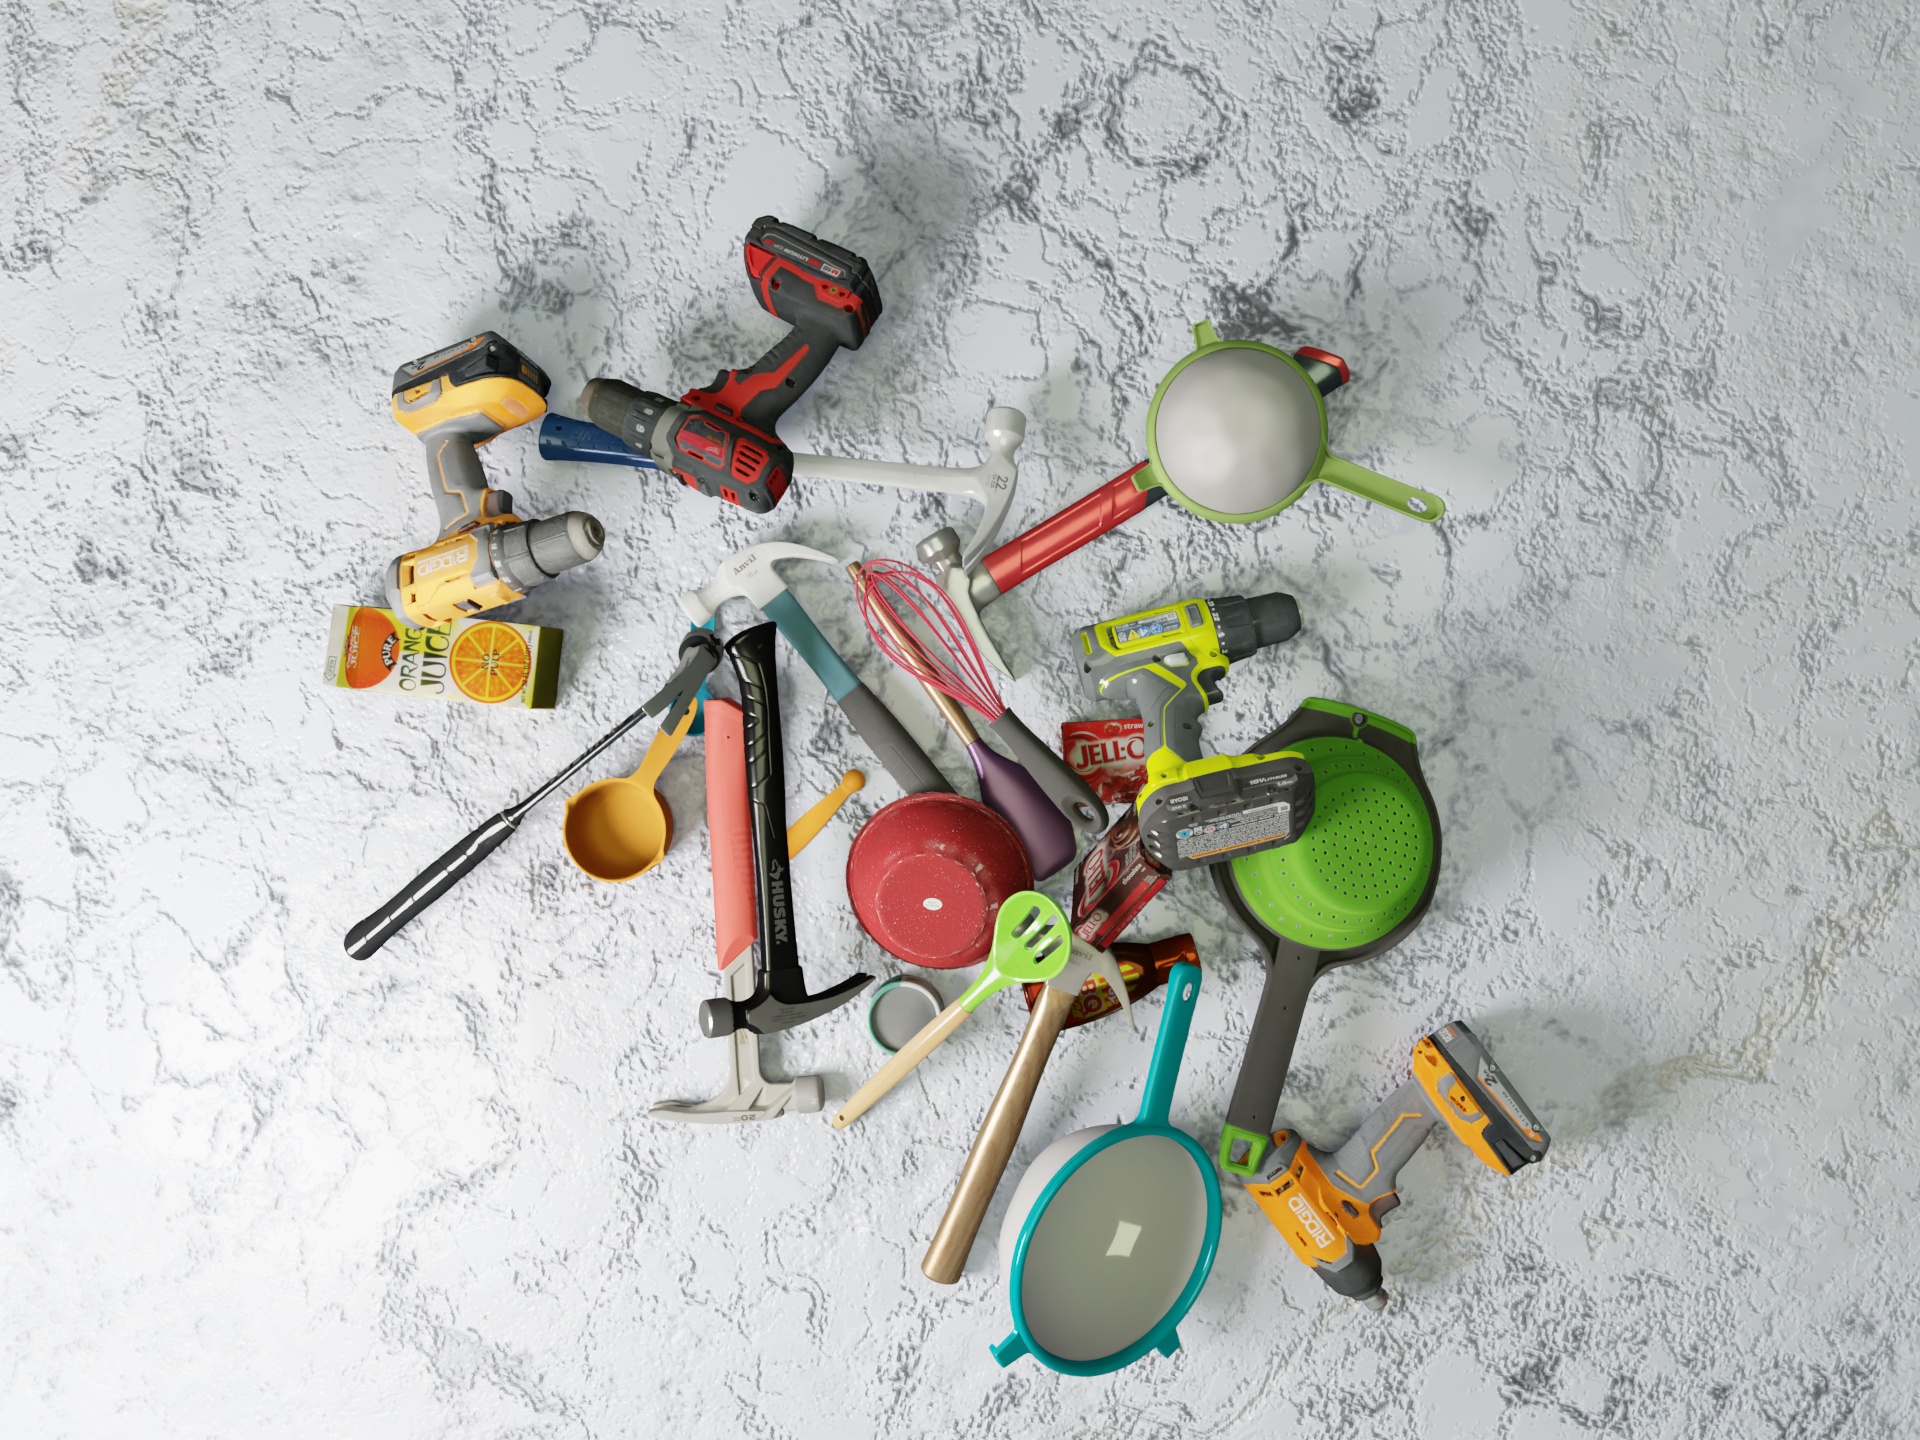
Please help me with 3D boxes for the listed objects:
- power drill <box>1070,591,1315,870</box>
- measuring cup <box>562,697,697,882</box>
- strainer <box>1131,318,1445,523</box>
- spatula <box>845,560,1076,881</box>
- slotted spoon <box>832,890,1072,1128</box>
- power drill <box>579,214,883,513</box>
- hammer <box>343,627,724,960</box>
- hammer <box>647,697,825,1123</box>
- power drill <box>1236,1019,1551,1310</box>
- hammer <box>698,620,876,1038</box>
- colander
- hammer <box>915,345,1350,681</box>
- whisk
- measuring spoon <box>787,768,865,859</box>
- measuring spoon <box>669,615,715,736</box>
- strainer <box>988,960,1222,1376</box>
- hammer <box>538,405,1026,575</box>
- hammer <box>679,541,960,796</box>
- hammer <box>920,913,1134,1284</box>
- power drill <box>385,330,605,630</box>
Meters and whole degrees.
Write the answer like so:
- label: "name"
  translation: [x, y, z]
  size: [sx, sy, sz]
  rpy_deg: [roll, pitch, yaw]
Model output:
- label: "power drill"
  translation: [0.203, -0.006, 1.272]
  size: [0.190, 0.080, 0.229]
  rpy_deg: [-14, 51, 2]
- label: "measuring cup"
  translation: [-0.266, 0.055, 1.348]
  size: [0.095, 0.052, 0.173]
  rpy_deg: [31, 89, 2]
- label: "strainer"
  translation: [0.276, -0.216, 1.282]
  size: [0.256, 0.069, 0.151]
  rpy_deg: [22, 93, 1]
- label: "spatula"
  translation: [-0.002, -0.004, 1.354]
  size: [0.060, 0.018, 0.316]
  rpy_deg: [-35, 90, -3]
- label: "slotted spoon"
  translation: [-0.012, 0.243, 1.289]
  size: [0.313, 0.031, 0.070]
  rpy_deg: [-47, 71, 28]
- label: "power drill"
  translation: [-0.187, -0.296, 1.305]
  size: [0.188, 0.080, 0.227]
  rpy_deg: [27, 79, 12]
- label: "hammer"
  translation: [-0.359, 0.075, 1.307]
  size: [0.409, 0.149, 0.036]
  rpy_deg: [-38, 106, 14]
- label: "hammer"
  translation: [-0.200, 0.161, 1.344]
  size: [0.149, 0.037, 0.359]
  rpy_deg: [-3, 94, 2]
- label: "power drill"
  translation: [0.365, 0.372, 1.312]
  size: [0.226, 0.084, 0.164]
  rpy_deg: [-36, 89, 6]
- label: "hammer"
  translation: [-0.152, 0.086, 1.309]
  size: [0.146, 0.035, 0.335]
  rpy_deg: [-4, 90, -26]
- label: "colander"
  translation: [0.286, 0.176, 1.278]
  size: [0.204, 0.094, 0.397]
  rpy_deg: [18, 84, -6]
- label: "hammer"
  translation: [0.162, -0.185, 1.338]
  size: [0.386, 0.038, 0.143]
  rpy_deg: [-31, 90, 2]
- label: "whisk"
  translation: [0.019, -0.018, 1.311]
  size: [0.073, 0.073, 0.296]
  rpy_deg: [-42, 91, 2]
- label: "measuring spoon"
  translation: [-0.126, 0.086, 1.362]
  size: [0.117, 0.011, 0.021]
  rpy_deg: [-45, 89, 2]
- label: "measuring spoon"
  translation: [-0.225, -0.049, 1.367]
  size: [0.042, 0.021, 0.129]
  rpy_deg: [6, 81, -9]
- label: "strainer"
  translation: [0.121, 0.352, 1.294]
  size: [0.210, 0.095, 0.340]
  rpy_deg: [13, 92, -34]
- label: "hammer"
  translation: [-0.155, -0.212, 1.331]
  size: [0.405, 0.035, 0.144]
  rpy_deg: [7, 72, 7]
- label: "hammer"
  translation: [-0.086, -0.012, 1.347]
  size: [0.128, 0.033, 0.331]
  rpy_deg: [-39, 90, -2]
- label: "hammer"
  translation: [0.043, 0.322, 1.318]
  size: [0.130, 0.031, 0.331]
  rpy_deg: [20, 102, -4]
- label: "power drill"
  translation: [-0.376, -0.198, 1.287]
  size: [0.185, 0.084, 0.226]
  rpy_deg: [-15, 68, 18]
